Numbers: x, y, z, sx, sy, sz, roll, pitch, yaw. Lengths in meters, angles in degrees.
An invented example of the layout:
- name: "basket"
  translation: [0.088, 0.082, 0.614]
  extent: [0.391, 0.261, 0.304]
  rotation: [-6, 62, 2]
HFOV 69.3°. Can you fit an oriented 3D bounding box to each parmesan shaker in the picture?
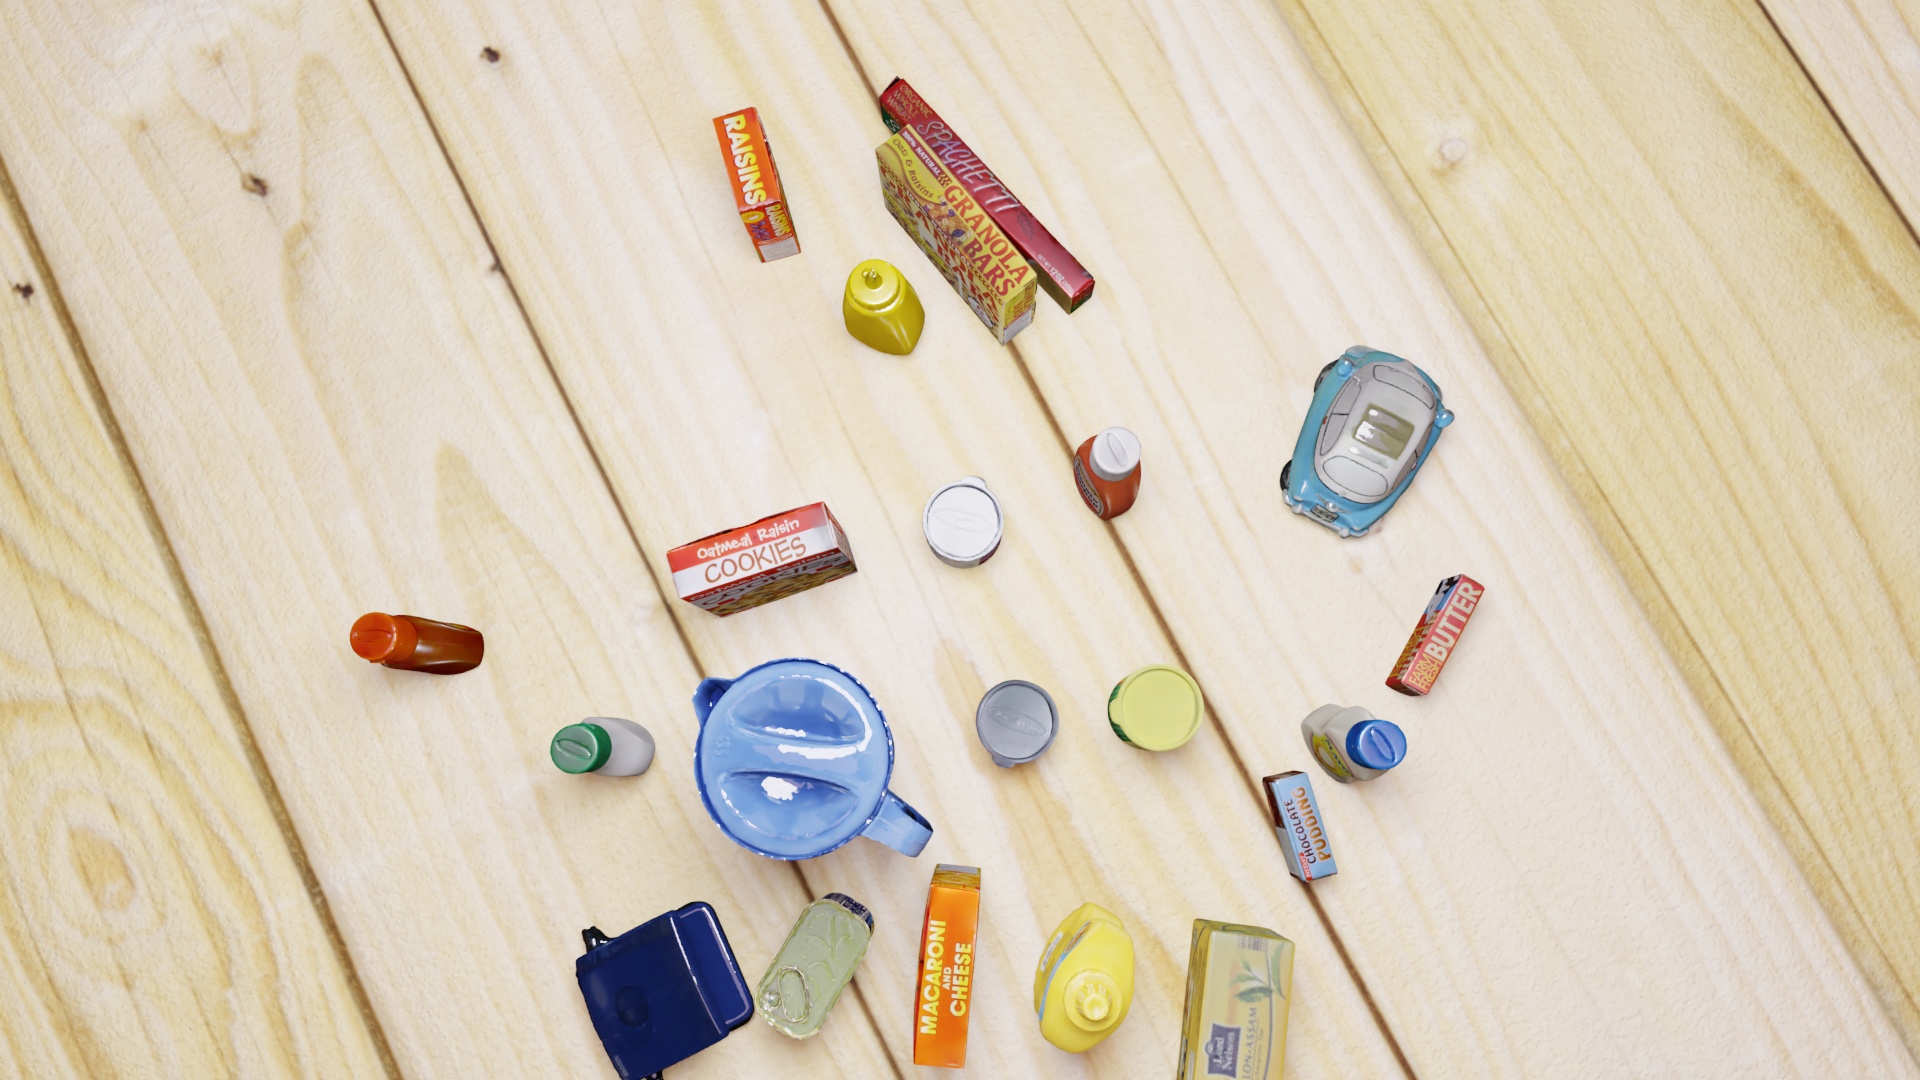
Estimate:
- name: "parmesan shaker"
  translation: [0.149, 0.133, 1.101]
  extent: [0.071, 0.103, 0.071]
  rotation: [0, 82, 1]

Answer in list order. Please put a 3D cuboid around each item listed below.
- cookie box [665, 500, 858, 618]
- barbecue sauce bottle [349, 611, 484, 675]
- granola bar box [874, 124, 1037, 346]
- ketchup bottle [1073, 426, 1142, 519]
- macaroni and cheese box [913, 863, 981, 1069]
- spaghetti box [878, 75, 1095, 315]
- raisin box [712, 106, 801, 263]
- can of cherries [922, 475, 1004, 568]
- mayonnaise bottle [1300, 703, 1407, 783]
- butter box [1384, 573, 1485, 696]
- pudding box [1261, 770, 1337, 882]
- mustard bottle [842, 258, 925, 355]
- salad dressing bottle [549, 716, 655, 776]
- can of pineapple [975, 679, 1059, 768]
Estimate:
- name: "cookie box"
  translation: [-0.151, 0.017, 1.092]
  extent: [0.123, 0.167, 0.040]
  rotation: [-19, 82, -2]
- name: "barbecue sauce bottle"
  translation: [-0.431, 0.081, 1.096]
  extent: [0.065, 0.148, 0.044]
  rotation: [0, 82, 1]
- name: "granola bar box"
  translation: [-0.002, -0.250, 1.152]
  extent: [0.039, 0.124, 0.165]
  rotation: [-39, 83, -4]
- name: "ketchup bottle"
  translation: [0.119, -0.058, 1.108]
  extent: [0.043, 0.148, 0.065]
  rotation: [-26, 82, -2]
- name: "macaroni and cheese box"
  translation: [-0.009, 0.314, 1.044]
  extent: [0.040, 0.166, 0.124]
  rotation: [5, 82, 2]
- name: "spaghetti box"
  translation: [0.021, -0.297, 1.196]
  extent: [0.029, 0.050, 0.250]
  rotation: [-42, 83, -5]
- name: "raisin box"
  translation: [-0.168, -0.295, 1.162]
  extent: [0.040, 0.123, 0.086]
  rotation: [-16, 82, -1]
- name: "can of cherries"
  translation: [0.004, -0.014, 1.149]
  extent: [0.071, 0.058, 0.071]
  rotation: [0, 81, 1]
- name: "mayonnaise bottle"
  translation: [0.305, 0.157, 1.071]
  extent: [0.041, 0.148, 0.065]
  rotation: [-31, 82, -3]
- name: "butter box"
  translation: [0.385, 0.078, 1.130]
  extent: [0.024, 0.053, 0.103]
  rotation: [30, 83, 5]
- name: "pudding box"
  translation: [0.270, 0.227, 1.111]
  extent: [0.030, 0.049, 0.084]
  rotation: [-16, 81, -1]
- name: "mustard bottle"
  translation: [-0.064, -0.194, 1.126]
  extent: [0.065, 0.160, 0.049]
  rotation: [19, 83, 4]
- name: "salad dressing bottle"
  translation: [-0.280, 0.161, 1.082]
  extent: [0.064, 0.147, 0.044]
  rotation: [23, 83, 4]
- name: "can of pineapple"
  translation: [0.044, 0.148, 1.123]
  extent: [0.071, 0.058, 0.071]
  rotation: [0, 81, 1]
